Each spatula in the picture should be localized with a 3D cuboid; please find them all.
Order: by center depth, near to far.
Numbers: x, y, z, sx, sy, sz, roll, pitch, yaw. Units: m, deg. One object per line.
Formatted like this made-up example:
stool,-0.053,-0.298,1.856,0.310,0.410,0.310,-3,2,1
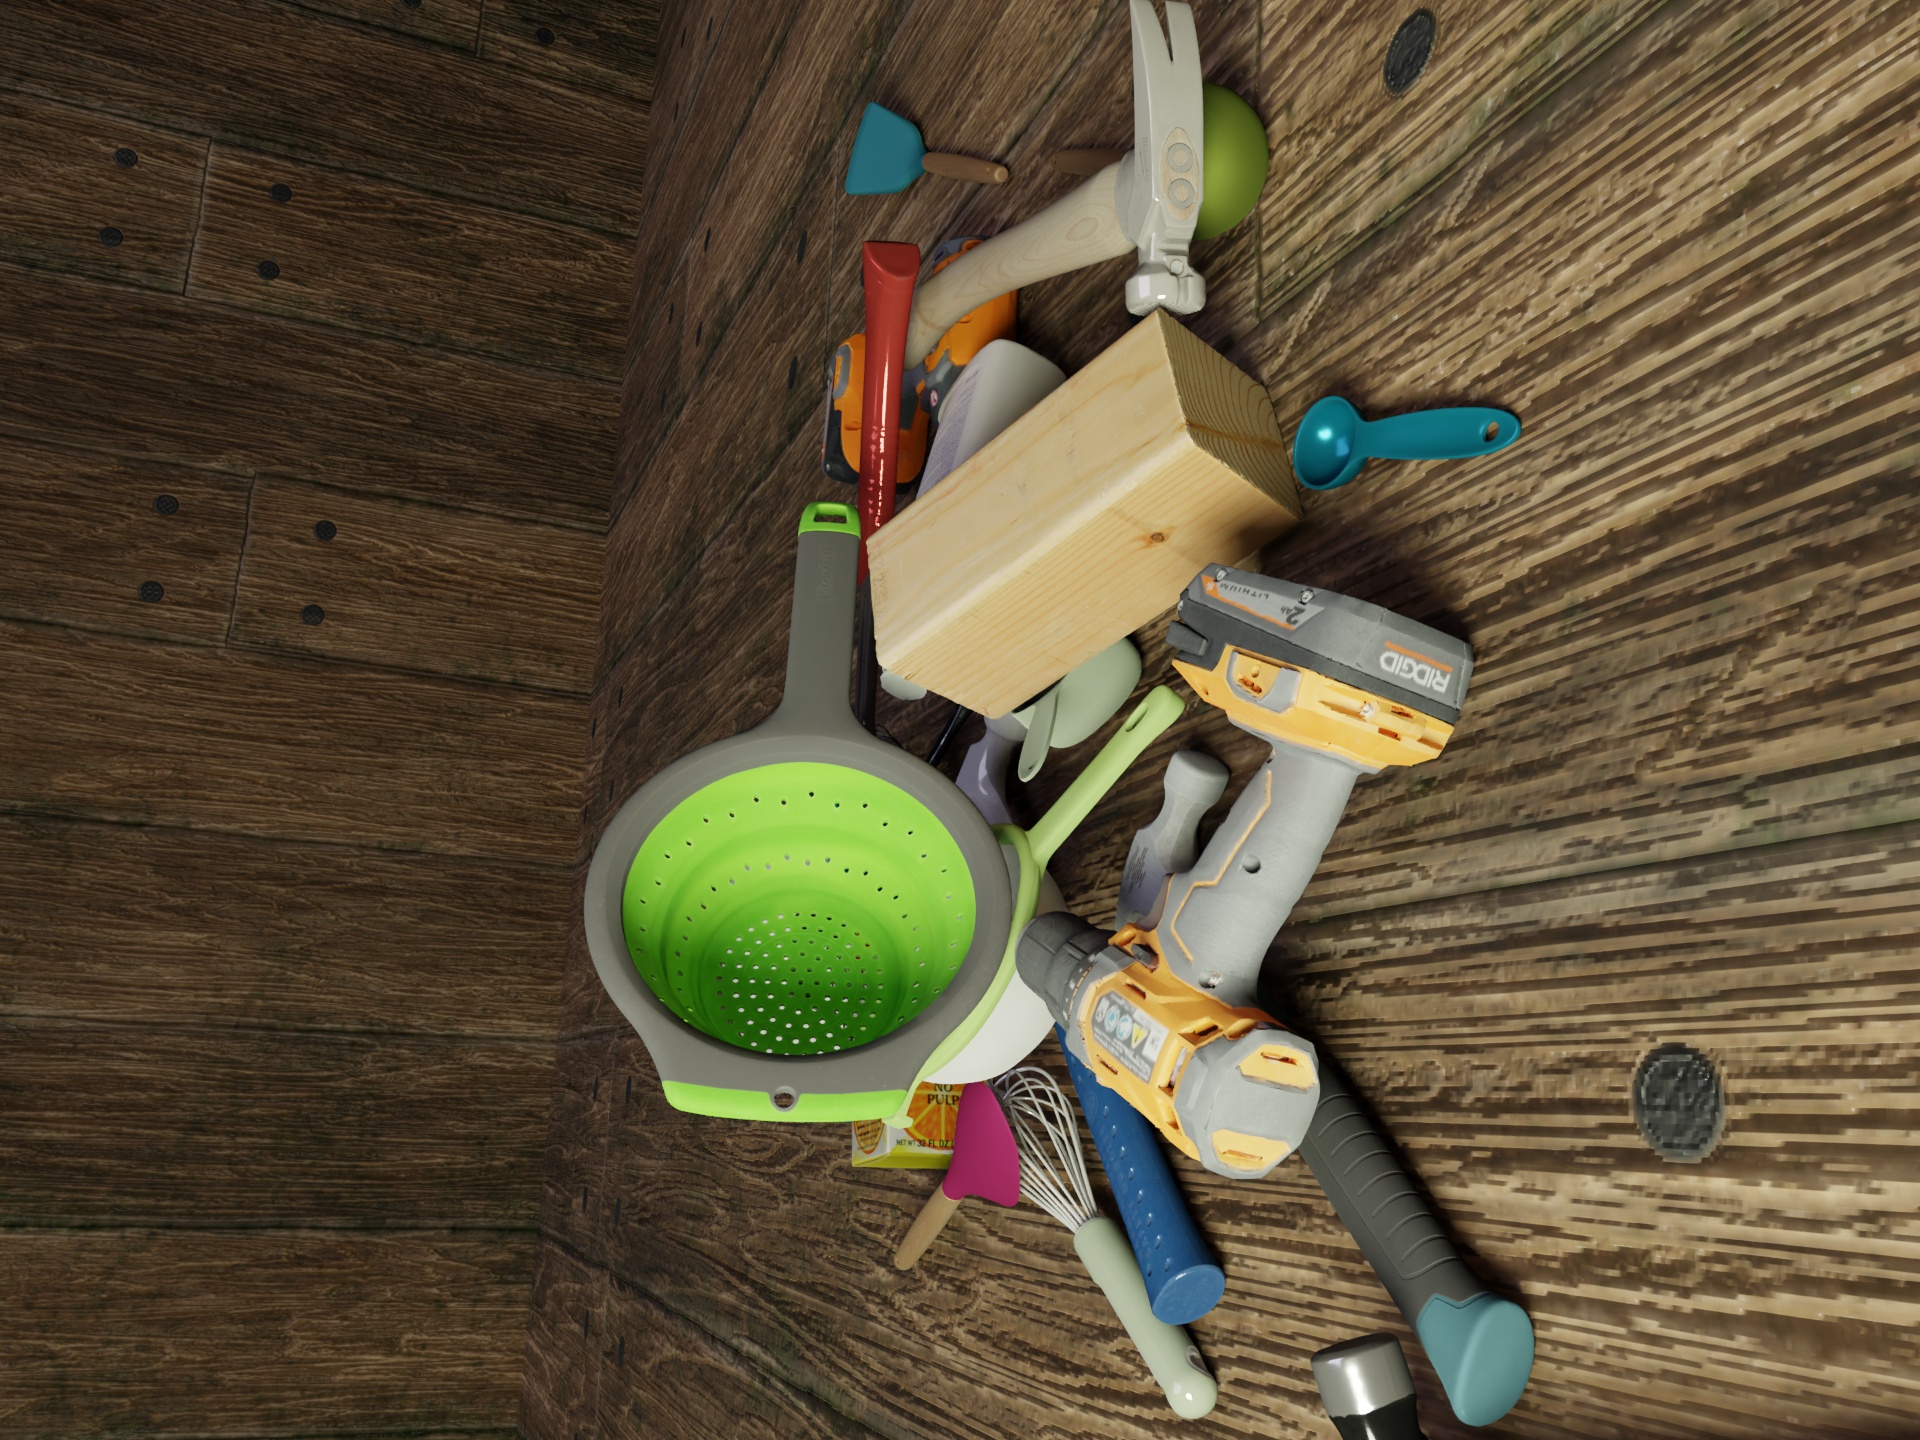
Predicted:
spatula,-0.028,-0.461,1.313,0.318,0.044,0.082,-131,56,-62

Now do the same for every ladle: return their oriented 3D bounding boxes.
ladle,0.096,-0.328,0.932,0.320,0.062,0.078,-128,43,-65

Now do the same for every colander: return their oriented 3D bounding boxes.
colander,-0.080,0.046,0.849,0.094,0.204,0.398,97,175,-50

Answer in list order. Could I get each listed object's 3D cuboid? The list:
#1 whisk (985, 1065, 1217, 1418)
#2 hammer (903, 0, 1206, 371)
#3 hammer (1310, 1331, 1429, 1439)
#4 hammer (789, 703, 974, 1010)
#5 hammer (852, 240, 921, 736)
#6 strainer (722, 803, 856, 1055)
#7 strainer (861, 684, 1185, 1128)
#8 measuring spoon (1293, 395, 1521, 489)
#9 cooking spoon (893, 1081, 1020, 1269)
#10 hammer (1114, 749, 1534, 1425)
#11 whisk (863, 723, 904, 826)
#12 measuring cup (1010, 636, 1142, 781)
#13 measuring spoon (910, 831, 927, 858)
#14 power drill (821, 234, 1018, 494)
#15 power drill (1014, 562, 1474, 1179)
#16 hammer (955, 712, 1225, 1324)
whisk,0.065,0.259,0.815,0.059,0.057,0.247,-48,32,4
hammer,0.027,-0.277,0.930,0.411,0.038,0.146,-173,80,-68
hammer,0.222,0.223,0.411,0.334,0.035,0.146,-42,58,53
hammer,-0.001,-0.003,0.942,0.409,0.036,0.149,-60,8,12
hammer,-0.060,-0.138,1.075,0.149,0.036,0.359,-132,43,-62
strainer,-0.132,0.131,1.179,0.211,0.095,0.340,-110,18,-50
strainer,0.046,0.095,0.826,0.256,0.069,0.152,-51,21,14
measuring spoon,0.191,-0.118,0.673,0.129,0.021,0.042,12,94,60
cooking spoon,-0.009,0.287,0.951,0.069,0.017,0.318,64,157,24
hammer,0.140,0.146,0.676,0.331,0.033,0.128,-119,43,-57
whisk,-0.063,0.121,1.194,0.055,0.055,0.239,153,118,-65
measuring cup,0.059,0.001,0.840,0.083,0.038,0.168,-42,12,26
measuring spoon,-0.002,0.081,1.100,0.124,0.018,0.034,-30,60,56
power drill,-0.029,-0.243,1.191,0.226,0.084,0.164,-19,65,62
power drill,0.104,0.052,0.676,0.185,0.084,0.226,27,98,62
hammer,0.056,0.150,0.884,0.406,0.035,0.144,-111,38,-51
